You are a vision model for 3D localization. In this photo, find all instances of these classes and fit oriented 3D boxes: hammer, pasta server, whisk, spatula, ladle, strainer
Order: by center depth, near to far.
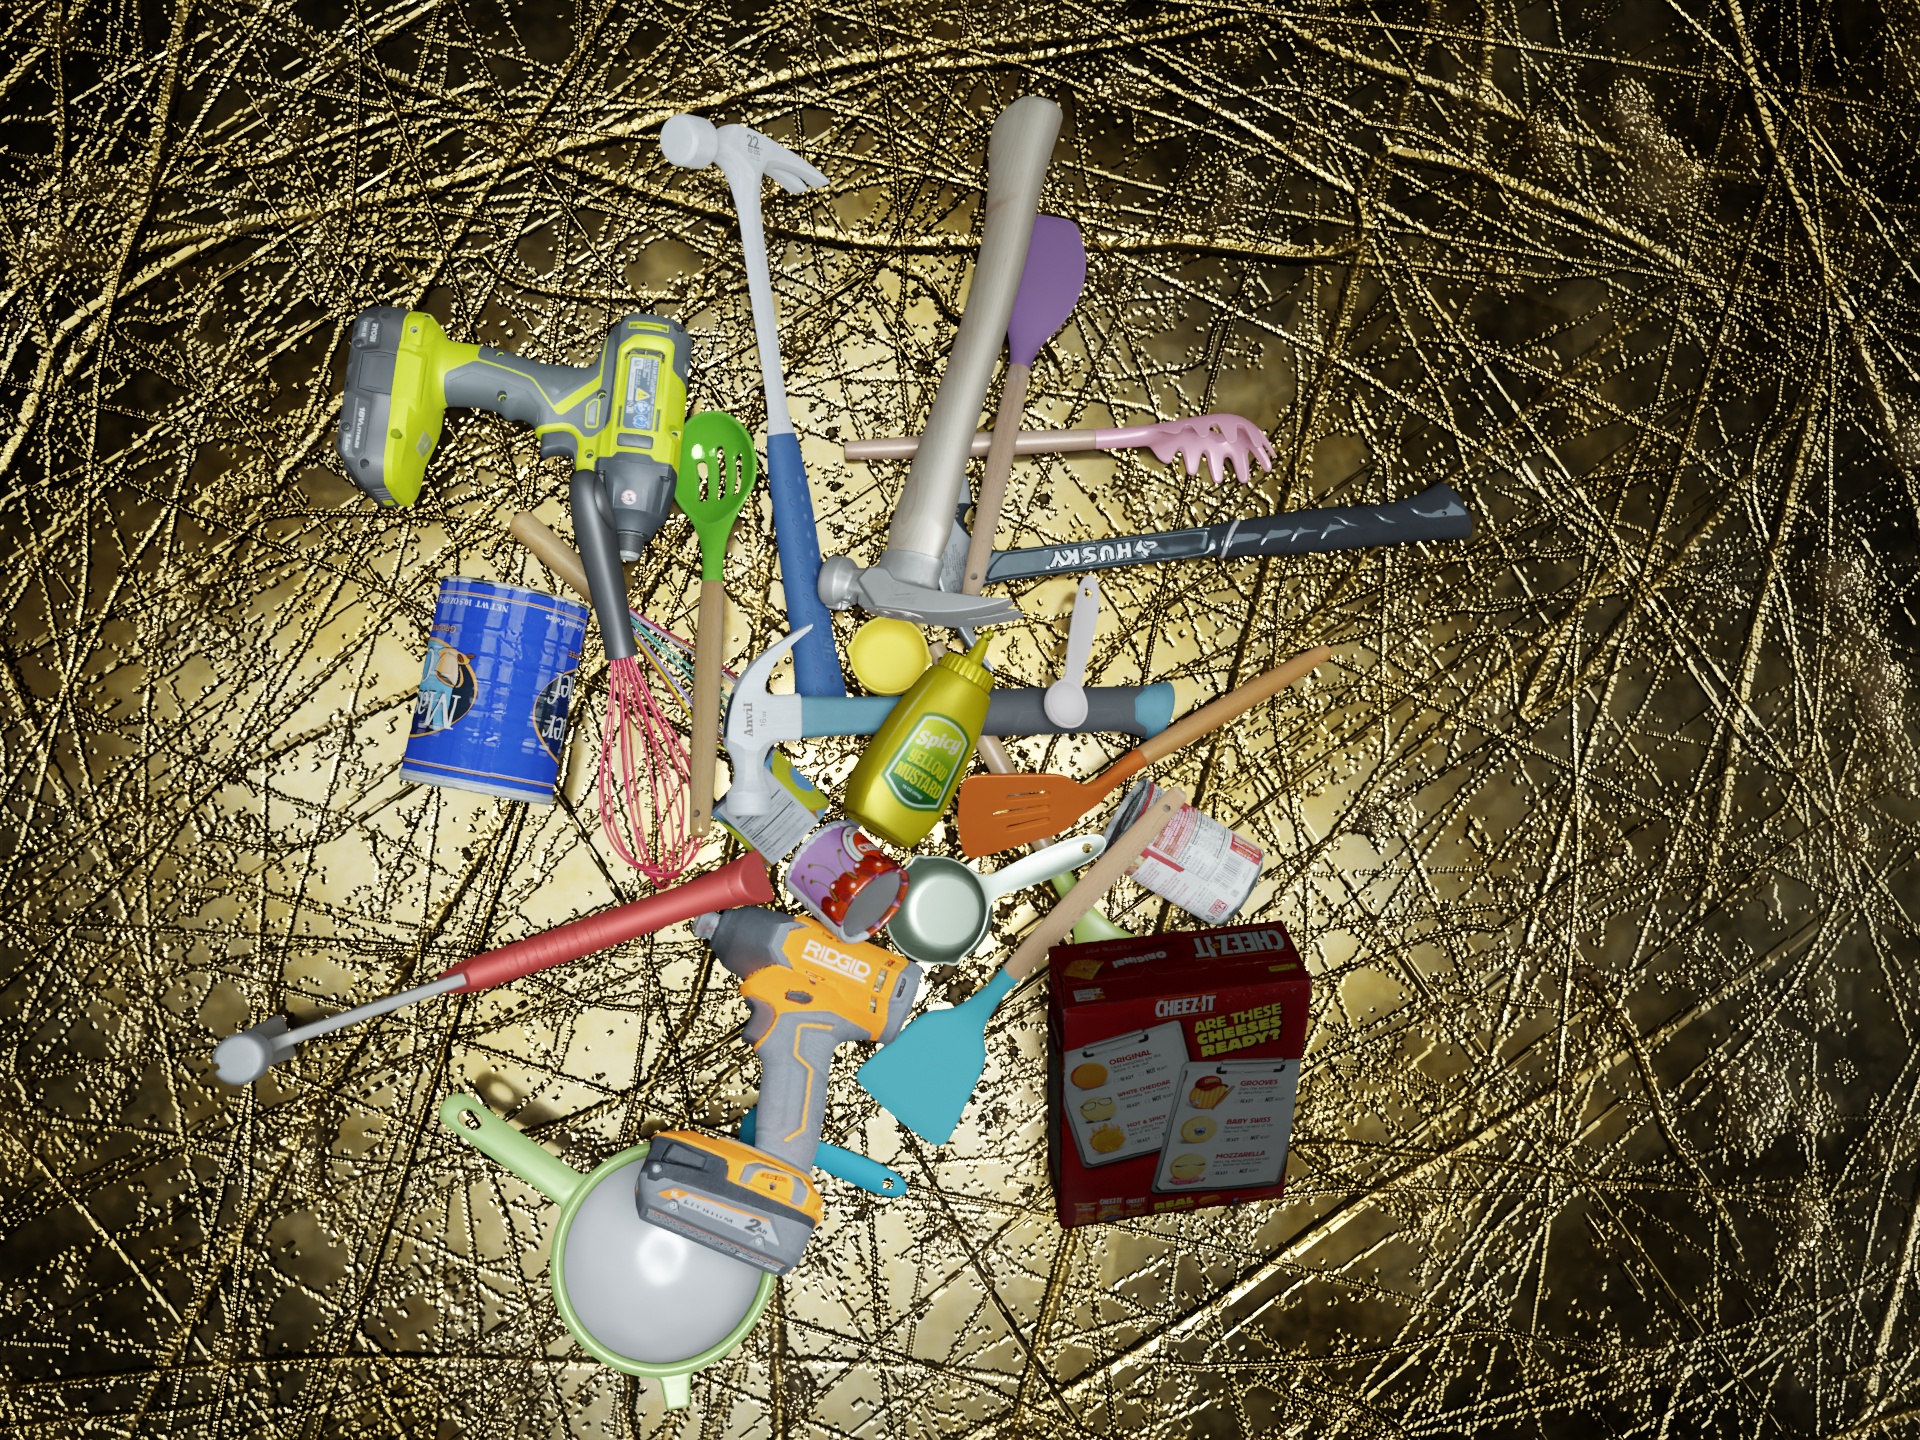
[{"bbox_3d":[-0.302,0.162,1.068,0.359,0.149,0.037,-19,89,-10],"label":"hammer"},{"bbox_3d":[-0.247,0.338,1.088,0.256,0.069,0.151,34,65,1],"label":"strainer"},{"bbox_3d":[-0.228,-0.025,1.091,0.073,0.073,0.295,-11,102,-6],"label":"whisk"},{"bbox_3d":[0.052,0.165,1.110,0.082,0.044,0.317,40,110,1],"label":"spatula"},{"bbox_3d":[-0.002,-0.004,1.116,0.331,0.033,0.128,-1,89,-19],"label":"hammer"},{"bbox_3d":[-0.125,-0.215,1.133,0.035,0.144,0.405,-5,96,34],"label":"hammer"},{"bbox_3d":[-0.229,-0.062,1.134,0.245,0.051,0.047,41,89,2],"label":"whisk"},{"bbox_3d":[0.140,0.011,1.135,0.322,0.081,0.041,-28,49,-24],"label":"spatula"},{"bbox_3d":[0.019,-0.263,1.137,0.146,0.038,0.411,9,76,23],"label":"hammer"},{"bbox_3d":[0.056,0.084,1.145,0.078,0.062,0.320,-29,86,7],"label":"ladle"},{"bbox_3d":[0.040,-0.233,1.156,0.060,0.018,0.316,12,73,3],"label":"spatula"},{"bbox_3d":[0.073,-0.200,1.174,0.316,0.060,0.040,-3,70,-2],"label":"pasta server"},{"bbox_3d":[0.181,-0.128,1.180,0.409,0.036,0.149,-7,88,-6],"label":"hammer"}]

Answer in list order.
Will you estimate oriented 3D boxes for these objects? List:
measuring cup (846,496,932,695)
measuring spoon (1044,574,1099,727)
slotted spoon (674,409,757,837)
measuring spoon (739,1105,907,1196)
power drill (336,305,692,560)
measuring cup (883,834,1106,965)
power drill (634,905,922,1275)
[{"bbox_3d":[-0.046,-0.093,1.165,0.062,0.029,0.157,8,77,-2],"label":"measuring cup"},{"bbox_3d":[0.080,-0.049,1.128,0.034,0.018,0.124,27,60,-26],"label":"measuring spoon"},{"bbox_3d":[-0.176,-0.071,1.110,0.070,0.031,0.314,-7,70,17],"label":"slotted spoon"},{"bbox_3d":[-0.097,0.311,1.129,0.128,0.021,0.042,23,84,-2],"label":"measuring spoon"},{"bbox_3d":[-0.307,-0.204,1.112,0.223,0.080,0.171,5,79,-5],"label":"power drill"},{"bbox_3d":[0.028,0.118,1.129,0.167,0.038,0.083,-23,76,7],"label":"measuring cup"},{"bbox_3d":[-0.137,0.237,1.077,0.164,0.084,0.227,24,61,-3],"label":"power drill"}]
